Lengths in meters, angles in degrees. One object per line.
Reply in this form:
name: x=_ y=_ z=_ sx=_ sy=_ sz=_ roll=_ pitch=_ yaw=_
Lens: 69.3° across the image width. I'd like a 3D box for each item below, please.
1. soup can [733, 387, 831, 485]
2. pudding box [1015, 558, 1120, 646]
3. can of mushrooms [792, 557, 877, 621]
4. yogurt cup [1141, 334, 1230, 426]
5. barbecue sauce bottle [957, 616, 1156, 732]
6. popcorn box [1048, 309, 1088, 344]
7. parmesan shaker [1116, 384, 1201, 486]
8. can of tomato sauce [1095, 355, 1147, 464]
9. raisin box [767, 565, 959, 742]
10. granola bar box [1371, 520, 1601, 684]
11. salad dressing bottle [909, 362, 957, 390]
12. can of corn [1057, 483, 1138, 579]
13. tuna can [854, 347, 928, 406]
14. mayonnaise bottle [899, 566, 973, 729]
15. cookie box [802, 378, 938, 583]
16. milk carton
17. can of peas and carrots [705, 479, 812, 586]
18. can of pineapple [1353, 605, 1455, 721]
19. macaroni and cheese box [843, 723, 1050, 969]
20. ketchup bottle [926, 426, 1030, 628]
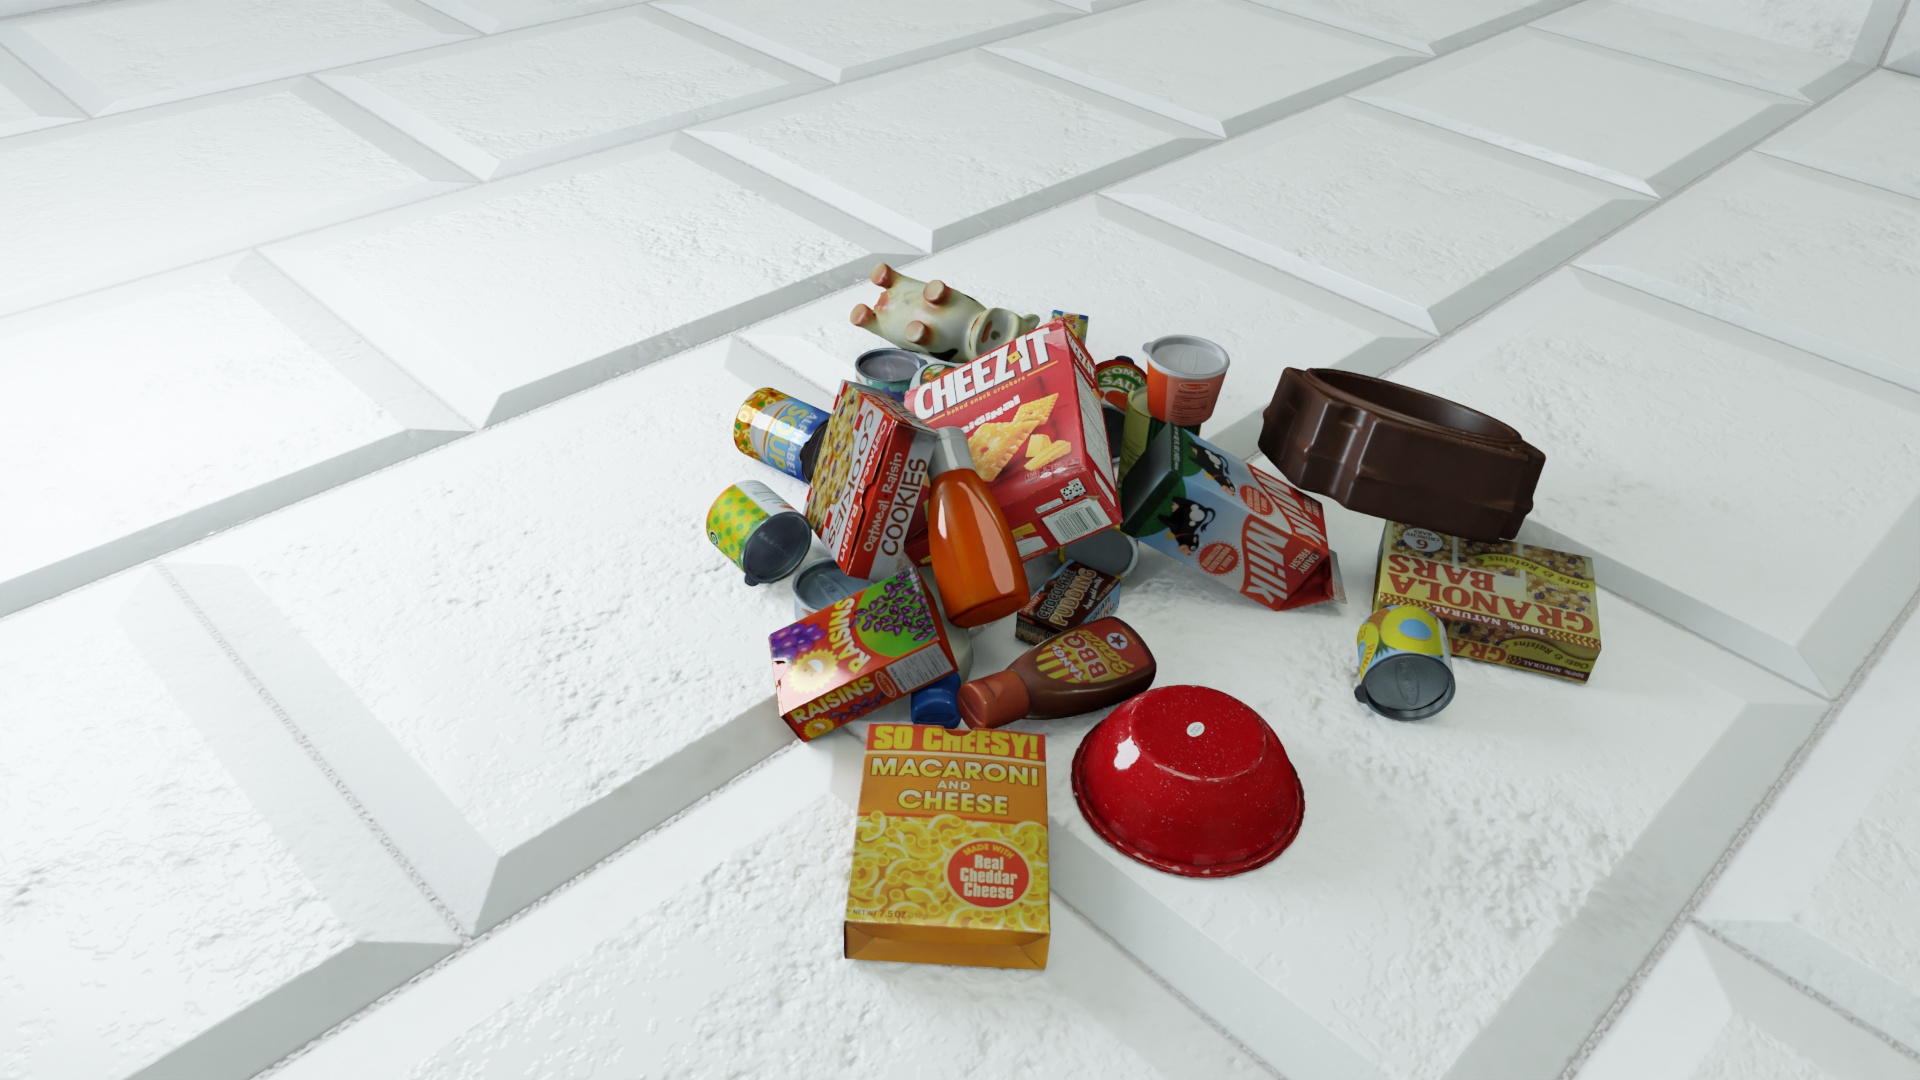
soup can: x=-0.151 y=-0.092 z=1.229 sx=0.084 sy=0.071 sz=0.072 roll=24 pitch=42 yaw=27
pudding box: x=0.084 y=0.053 z=1.086 sx=0.050 sy=0.030 sz=0.084 roll=23 pitch=41 yaw=26
can of mushrooms: x=-0.095 y=0.045 z=1.081 sx=0.071 sy=0.033 sz=0.071 roll=2 pitch=37 yaw=-1
yogurt cup: x=0.184 y=-0.130 z=1.143 sx=0.072 sy=0.053 sz=0.073 roll=2 pitch=37 yaw=-2
barbecue sauce bottle: x=0.067 y=0.100 z=0.997 sx=0.149 sy=0.043 sz=0.065 roll=-15 pitch=50 yaw=-33
popcorn box: x=0.092 y=-0.150 z=1.309 sx=0.038 sy=0.084 sz=0.127 roll=9 pitch=37 yaw=6
parmesan shaker: x=0.173 y=-0.075 z=1.201 sx=0.071 sy=0.102 sz=0.072 roll=2 pitch=37 yaw=-2
can of tomato sauce: x=0.141 y=-0.121 z=1.286 sx=0.071 sy=0.070 sz=0.083 roll=10 pitch=38 yaw=10
raisin box: x=-0.072 y=0.081 z=0.994 sx=0.123 sy=0.040 sz=0.086 roll=-26 pitch=40 yaw=4
granola bar box: x=0.417 y=0.045 z=1.112 sx=0.165 sy=0.038 sz=0.125 roll=13 pitch=37 yaw=12
salad dressing bottle: x=0.014 y=-0.116 z=1.292 sx=0.064 sy=0.043 sz=0.148 roll=-32 pitch=49 yaw=-26
can of corn: x=0.110 y=-0.006 z=1.136 sx=0.071 sy=0.070 sz=0.058 roll=5 pitch=37 yaw=3
tuna can: x=-0.067 y=-0.158 z=1.351 sx=0.071 sy=0.032 sz=0.071 roll=2 pitch=37 yaw=-1
mayonnaise bottle: x=-0.019 y=0.080 z=1.036 sx=0.065 sy=0.041 sz=0.149 roll=-1 pitch=39 yaw=-1
cookie box: x=-0.076 y=-0.050 z=1.091 sx=0.040 sy=0.122 sz=0.168 roll=13 pitch=12 yaw=-22
milk carton: x=0.228 y=-0.010 z=1.114 sx=0.190 sy=0.073 sz=0.073 roll=26 pitch=36 yaw=-13
can of peas and carrots: x=-0.164 y=-0.006 z=1.119 sx=0.071 sy=0.070 sz=0.059 roll=-25 pitch=45 yaw=-32
can of pineapple: x=0.326 y=0.090 z=1.025 sx=0.071 sy=0.070 sz=0.058 roll=7 pitch=37 yaw=6
macaroni and cheese box: x=-0.005 y=0.190 z=0.890 sx=0.124 sy=0.040 sz=0.167 roll=4 pitch=37 yaw=-1
ketchup bottle: x=0.004 y=-0.013 z=1.033 sx=0.064 sy=0.043 sz=0.149 roll=-22 pitch=66 yaw=17
